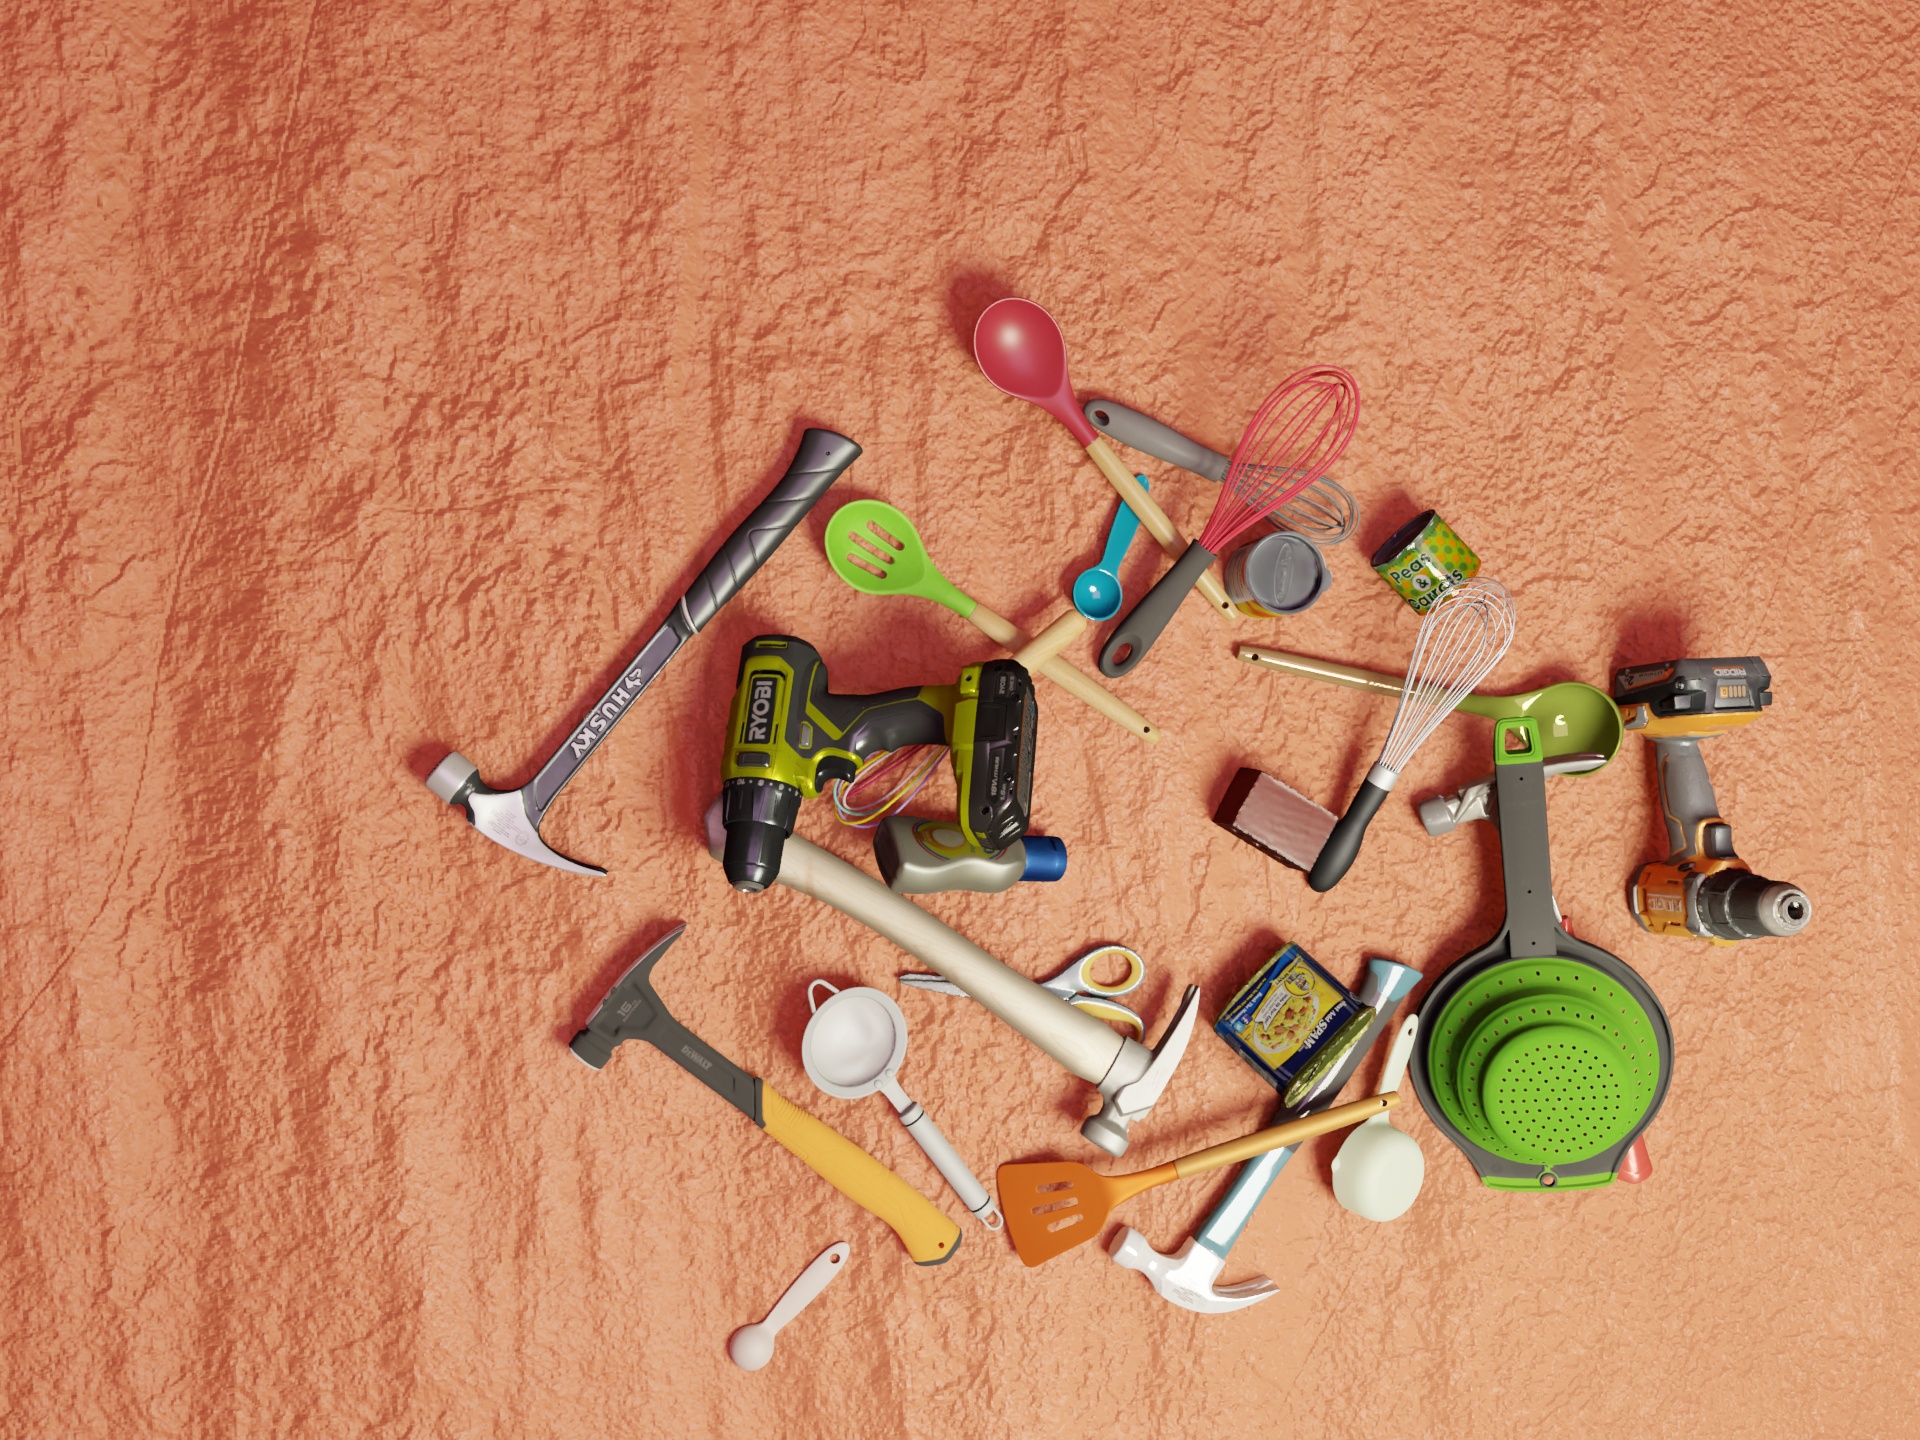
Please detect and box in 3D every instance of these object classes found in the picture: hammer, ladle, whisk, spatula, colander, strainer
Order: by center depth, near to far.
[{"bbox_3d":[-0.215,-0.062,1.211,0.149,0.036,0.409,40,85,-7],"label":"hammer"},{"bbox_3d":[-0.130,0.302,1.224,0.337,0.034,0.127,39,86,-7],"label":"hammer"},{"bbox_3d":[0.202,-0.148,1.227,0.073,0.073,0.296,36,106,-7],"label":"whisk"},{"bbox_3d":[-0.012,0.167,1.227,0.410,0.038,0.146,33,81,-3],"label":"hammer"},{"bbox_3d":[-0.003,-0.005,1.228,0.245,0.047,0.051,-40,105,-2],"label":"whisk"},{"bbox_3d":[-0.045,0.299,1.233,0.087,0.050,0.258,-39,101,-18],"label":"strainer"},{"bbox_3d":[0.450,0.198,1.234,0.204,0.094,0.397,-6,99,12],"label":"colander"},{"bbox_3d":[0.190,0.344,1.247,0.322,0.041,0.081,-17,78,-4],"label":"spatula"},{"bbox_3d":[0.121,-0.200,1.250,0.069,0.031,0.315,-39,101,8],"label":"ladle"},{"bbox_3d":[0.350,0.016,1.254,0.070,0.070,0.284,24,105,-8],"label":"whisk"},{"bbox_3d":[0.207,-0.202,1.266,0.239,0.055,0.055,24,87,-3],"label":"whisk"},{"bbox_3d":[0.263,0.328,1.281,0.128,0.033,0.331,36,85,-6],"label":"hammer"},{"bbox_3d":[0.379,-0.019,1.287,0.320,0.062,0.078,12,103,-5],"label":"ladle"},{"bbox_3d":[0.502,0.207,1.296,0.149,0.037,0.359,-19,97,17],"label":"hammer"}]

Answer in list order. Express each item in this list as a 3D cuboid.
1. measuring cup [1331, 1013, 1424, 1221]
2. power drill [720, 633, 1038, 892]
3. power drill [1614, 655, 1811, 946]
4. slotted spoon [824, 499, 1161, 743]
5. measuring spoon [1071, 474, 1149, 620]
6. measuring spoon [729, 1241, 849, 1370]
[{"bbox_3d":[0.350,0.319,1.271,0.083,0.038,0.167,14,93,-35],"label":"measuring cup"},{"bbox_3d":[-0.065,0.034,1.161,0.228,0.080,0.191,1,69,12],"label":"power drill"},{"bbox_3d":[0.594,0.064,1.254,0.084,0.185,0.226,-2,87,-7],"label":"power drill"},{"bbox_3d":[0.029,-0.070,1.250,0.313,0.031,0.070,34,86,-9],"label":"slotted spoon"},{"bbox_3d":[0.122,-0.138,1.271,0.042,0.021,0.129,26,77,-15],"label":"measuring spoon"},{"bbox_3d":[-0.130,0.453,1.231,0.034,0.018,0.124,44,84,-6],"label":"measuring spoon"}]
